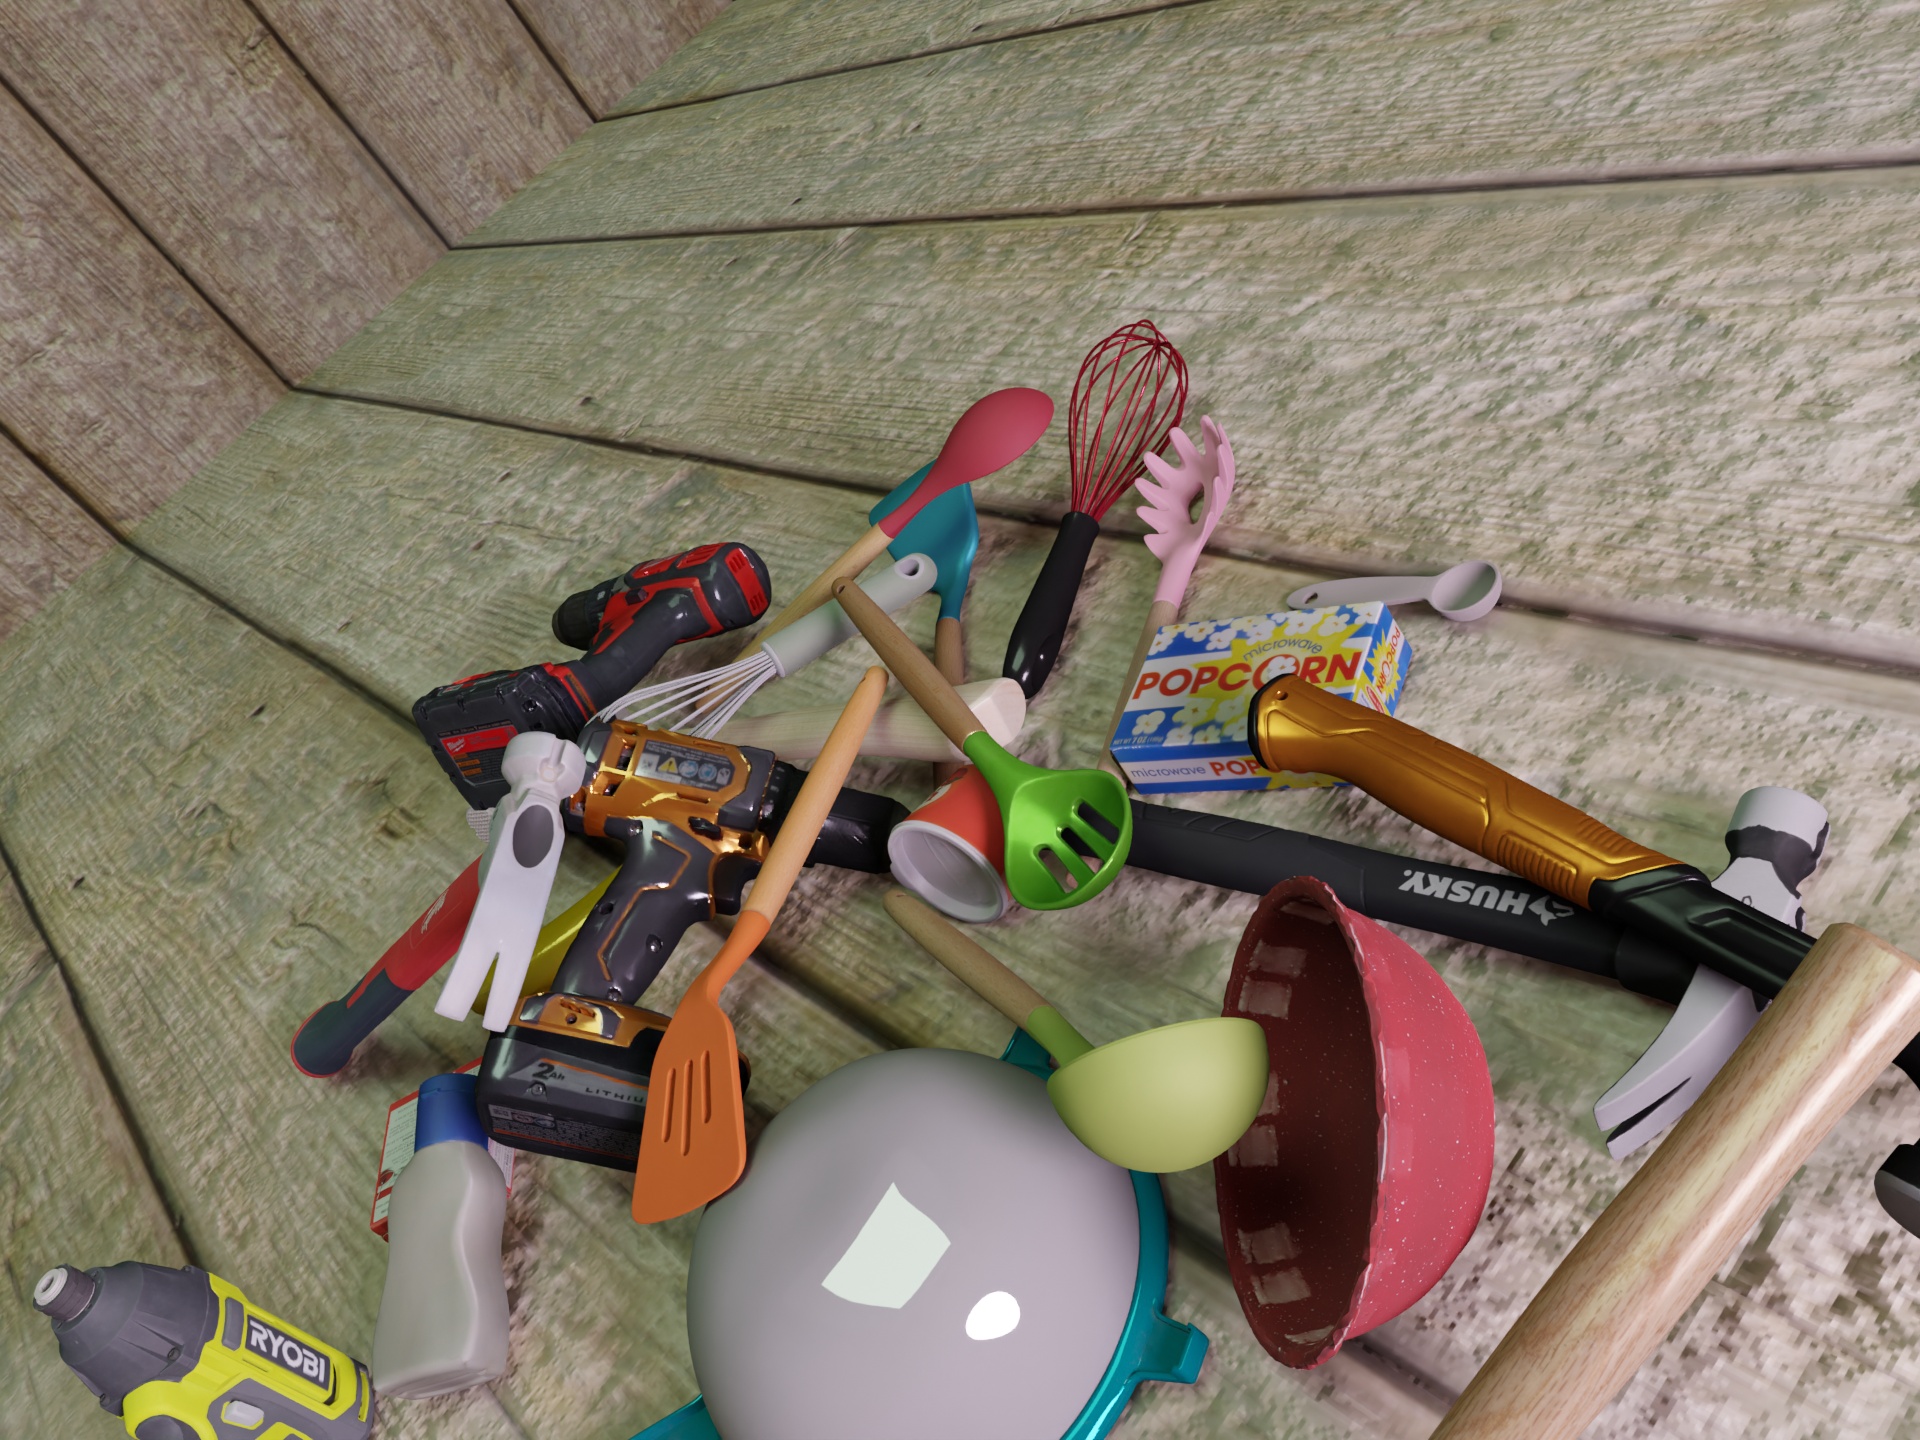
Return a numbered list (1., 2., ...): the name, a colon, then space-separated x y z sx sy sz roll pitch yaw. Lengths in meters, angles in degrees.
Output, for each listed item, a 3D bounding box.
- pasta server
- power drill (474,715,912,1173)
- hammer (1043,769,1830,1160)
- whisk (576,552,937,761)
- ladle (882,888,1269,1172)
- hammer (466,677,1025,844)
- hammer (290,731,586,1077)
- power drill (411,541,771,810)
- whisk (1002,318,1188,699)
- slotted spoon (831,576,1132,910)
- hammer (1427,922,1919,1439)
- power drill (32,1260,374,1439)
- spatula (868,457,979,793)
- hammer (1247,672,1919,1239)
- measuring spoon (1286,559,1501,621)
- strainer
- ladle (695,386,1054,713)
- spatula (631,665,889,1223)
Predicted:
1. pasta server: 0.099 -0.045 0.852 0.060 0.040 0.316 -17 39 41
2. power drill: -0.127 0.109 0.799 0.185 0.084 0.226 12 53 -1
3. hammer: 0.156 0.069 0.653 0.335 0.035 0.146 9 55 43
4. whisk: -0.116 -0.031 0.928 0.246 0.059 0.058 -33 64 -16
5. ladle: 0.024 0.105 0.662 0.078 0.062 0.320 -3 10 -21
6. hammer: -0.129 0.008 0.959 0.411 0.038 0.146 -8 32 38
7. hammer: -0.301 0.145 0.853 0.386 0.038 0.143 -37 37 47
8. power drill: -0.249 -0.037 1.044 0.188 0.080 0.227 -9 27 36
9. whisk: 0.078 -0.133 0.958 0.073 0.073 0.296 -5 50 38
10. slotted spoon: -0.001 -0.003 0.791 0.070 0.031 0.314 -48 40 5
11. hammer: 0.162 0.197 0.453 0.331 0.031 0.130 -52 37 3
12. power drill: -0.324 0.339 0.661 0.080 0.171 0.223 -34 37 5
13. spatula: -0.016 -0.045 0.948 0.082 0.044 0.318 -33 34 24
14. hammer: 0.229 0.045 0.566 0.127 0.034 0.337 -43 37 -11
15. measuring spoon: 0.214 -0.059 0.791 0.124 0.018 0.034 1 51 51
16. strainer: -0.086 0.240 0.628 0.340 0.095 0.211 -33 34 4
17. ladle: -0.065 -0.105 1.020 0.315 0.031 0.069 -41 36 20
18. spatula: -0.082 0.083 0.749 0.081 0.041 0.323 -33 23 38
